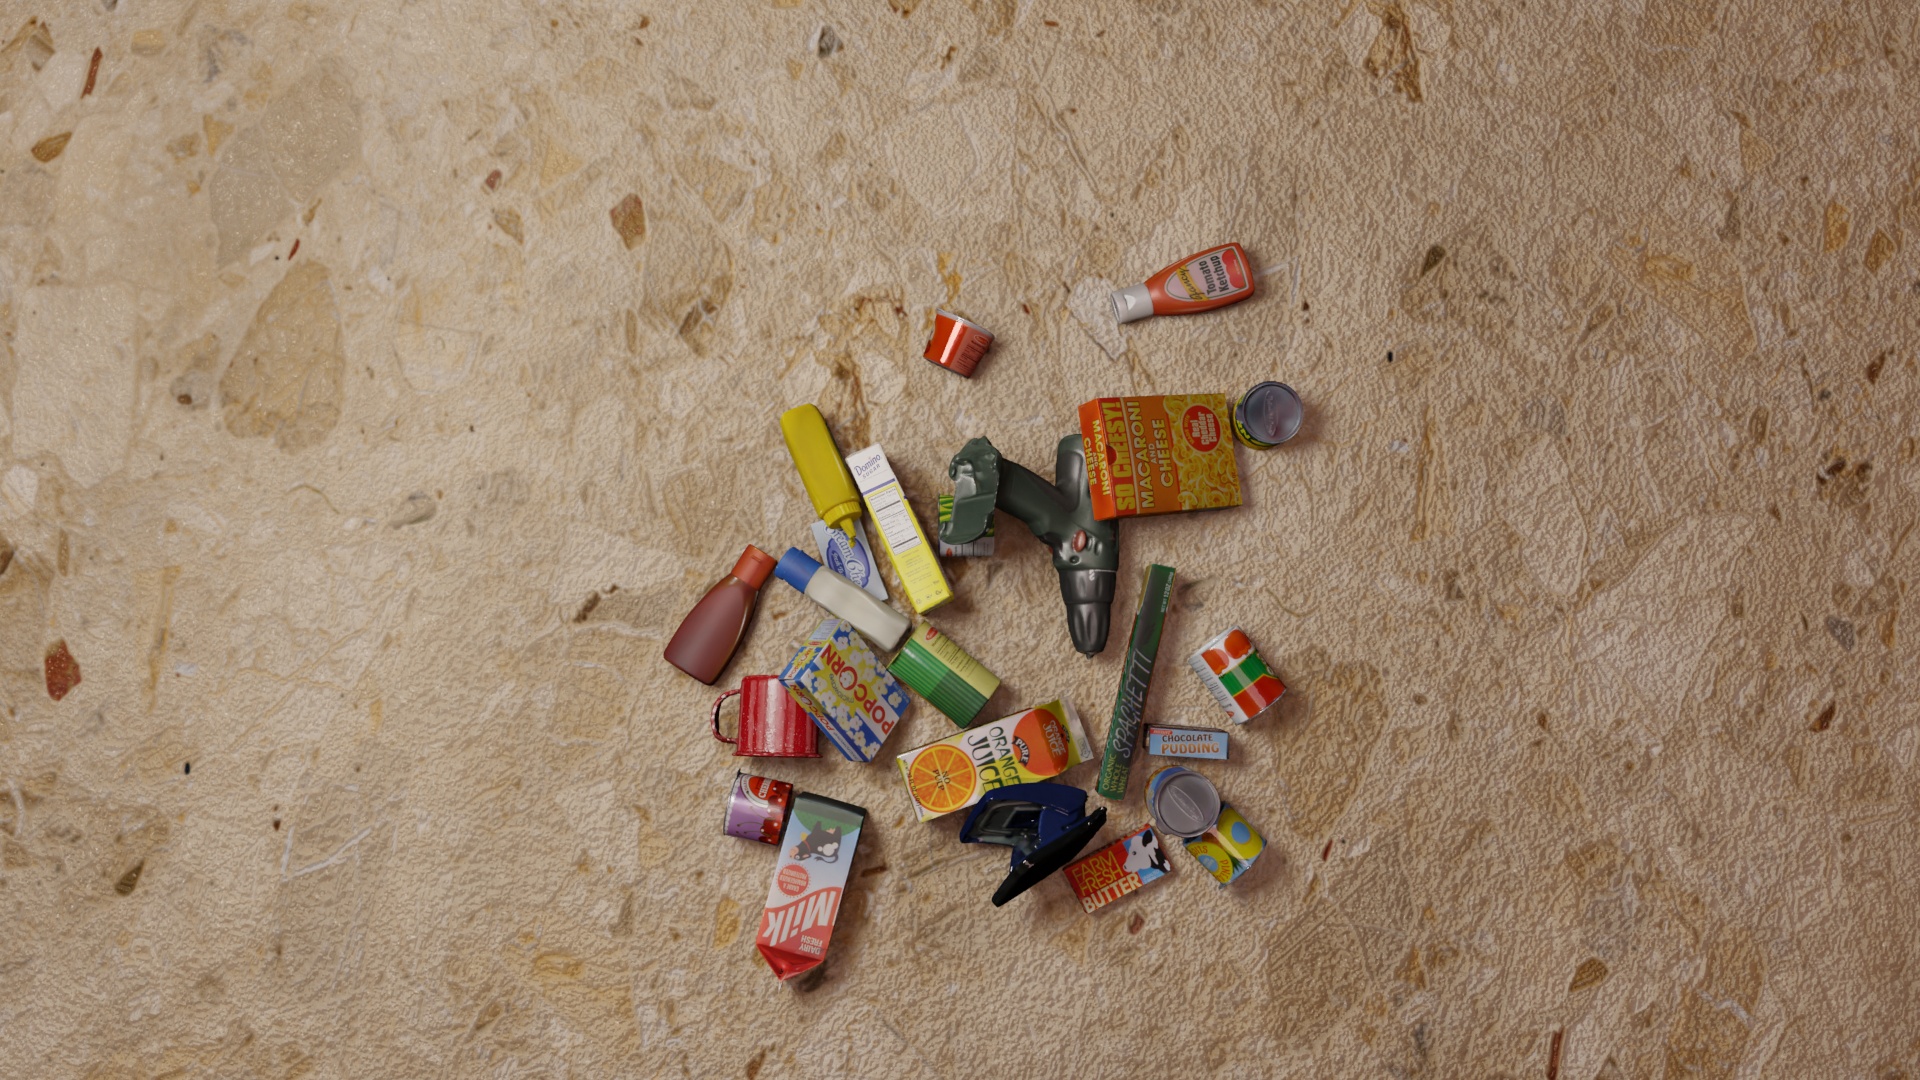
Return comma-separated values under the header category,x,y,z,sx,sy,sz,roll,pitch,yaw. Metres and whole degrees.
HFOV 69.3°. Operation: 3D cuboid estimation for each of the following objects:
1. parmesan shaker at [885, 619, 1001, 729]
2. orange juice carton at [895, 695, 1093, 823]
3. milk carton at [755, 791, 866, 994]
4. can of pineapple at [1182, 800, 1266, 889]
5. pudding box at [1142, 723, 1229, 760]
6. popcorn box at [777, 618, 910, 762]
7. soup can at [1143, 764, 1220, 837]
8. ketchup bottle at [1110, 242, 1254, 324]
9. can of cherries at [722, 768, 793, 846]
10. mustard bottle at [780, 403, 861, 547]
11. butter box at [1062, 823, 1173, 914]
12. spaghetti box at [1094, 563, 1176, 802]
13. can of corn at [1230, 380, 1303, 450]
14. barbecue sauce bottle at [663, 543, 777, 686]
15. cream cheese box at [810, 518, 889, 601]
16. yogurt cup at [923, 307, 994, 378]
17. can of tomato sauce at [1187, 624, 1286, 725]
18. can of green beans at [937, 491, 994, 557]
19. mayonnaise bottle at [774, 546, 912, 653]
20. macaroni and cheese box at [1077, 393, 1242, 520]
category,x,y,z,sx,sy,sz,roll,pitch,yaw
parmesan shaker,-0.019,0.141,1.437,0.103,0.071,0.071,38,86,2
orange juice carton,0.035,0.223,1.429,0.193,0.073,0.072,-19,85,-3
milk carton,-0.156,0.360,1.413,0.073,0.072,0.190,15,85,0
can of pineapple,0.270,0.311,1.427,0.058,0.071,0.071,45,86,4
pudding box,0.234,0.209,1.445,0.084,0.049,0.030,5,87,0
popcorn box,-0.115,0.152,1.406,0.126,0.038,0.085,54,53,-26
soup can,0.223,0.267,1.422,0.071,0.083,0.071,0,85,-1
ketchup bottle,0.237,-0.270,1.493,0.149,0.043,0.065,-17,86,-2
can of cherries,-0.206,0.273,1.422,0.058,0.071,0.071,13,85,0
mustard bottle,-0.139,-0.063,1.447,0.049,0.065,0.160,-24,75,-6
butter box,0.163,0.341,1.444,0.103,0.024,0.053,-26,86,-3
spaghetti box,0.183,0.147,1.450,0.029,0.050,0.250,14,85,2
can of corn,0.321,-0.131,1.474,0.071,0.058,0.071,0,85,-1
barbecue sauce bottle,-0.246,0.075,1.453,0.065,0.043,0.148,32,84,2
cream cheese box,-0.117,0.023,1.470,0.053,0.024,0.104,-20,86,-4
yogurt cup,-0.004,-0.207,1.474,0.072,0.072,0.054,25,93,1
can of tomato sauce,0.289,0.138,1.445,0.071,0.071,0.083,-37,86,-4
can of green beans,0.005,-0.016,1.454,0.058,0.071,0.071,-1,85,-1
mayonnaise bottle,-0.120,0.060,1.423,0.148,0.064,0.041,33,88,6
macaroni and cheese box,0.209,-0.088,1.442,0.167,0.040,0.124,-5,84,-30
